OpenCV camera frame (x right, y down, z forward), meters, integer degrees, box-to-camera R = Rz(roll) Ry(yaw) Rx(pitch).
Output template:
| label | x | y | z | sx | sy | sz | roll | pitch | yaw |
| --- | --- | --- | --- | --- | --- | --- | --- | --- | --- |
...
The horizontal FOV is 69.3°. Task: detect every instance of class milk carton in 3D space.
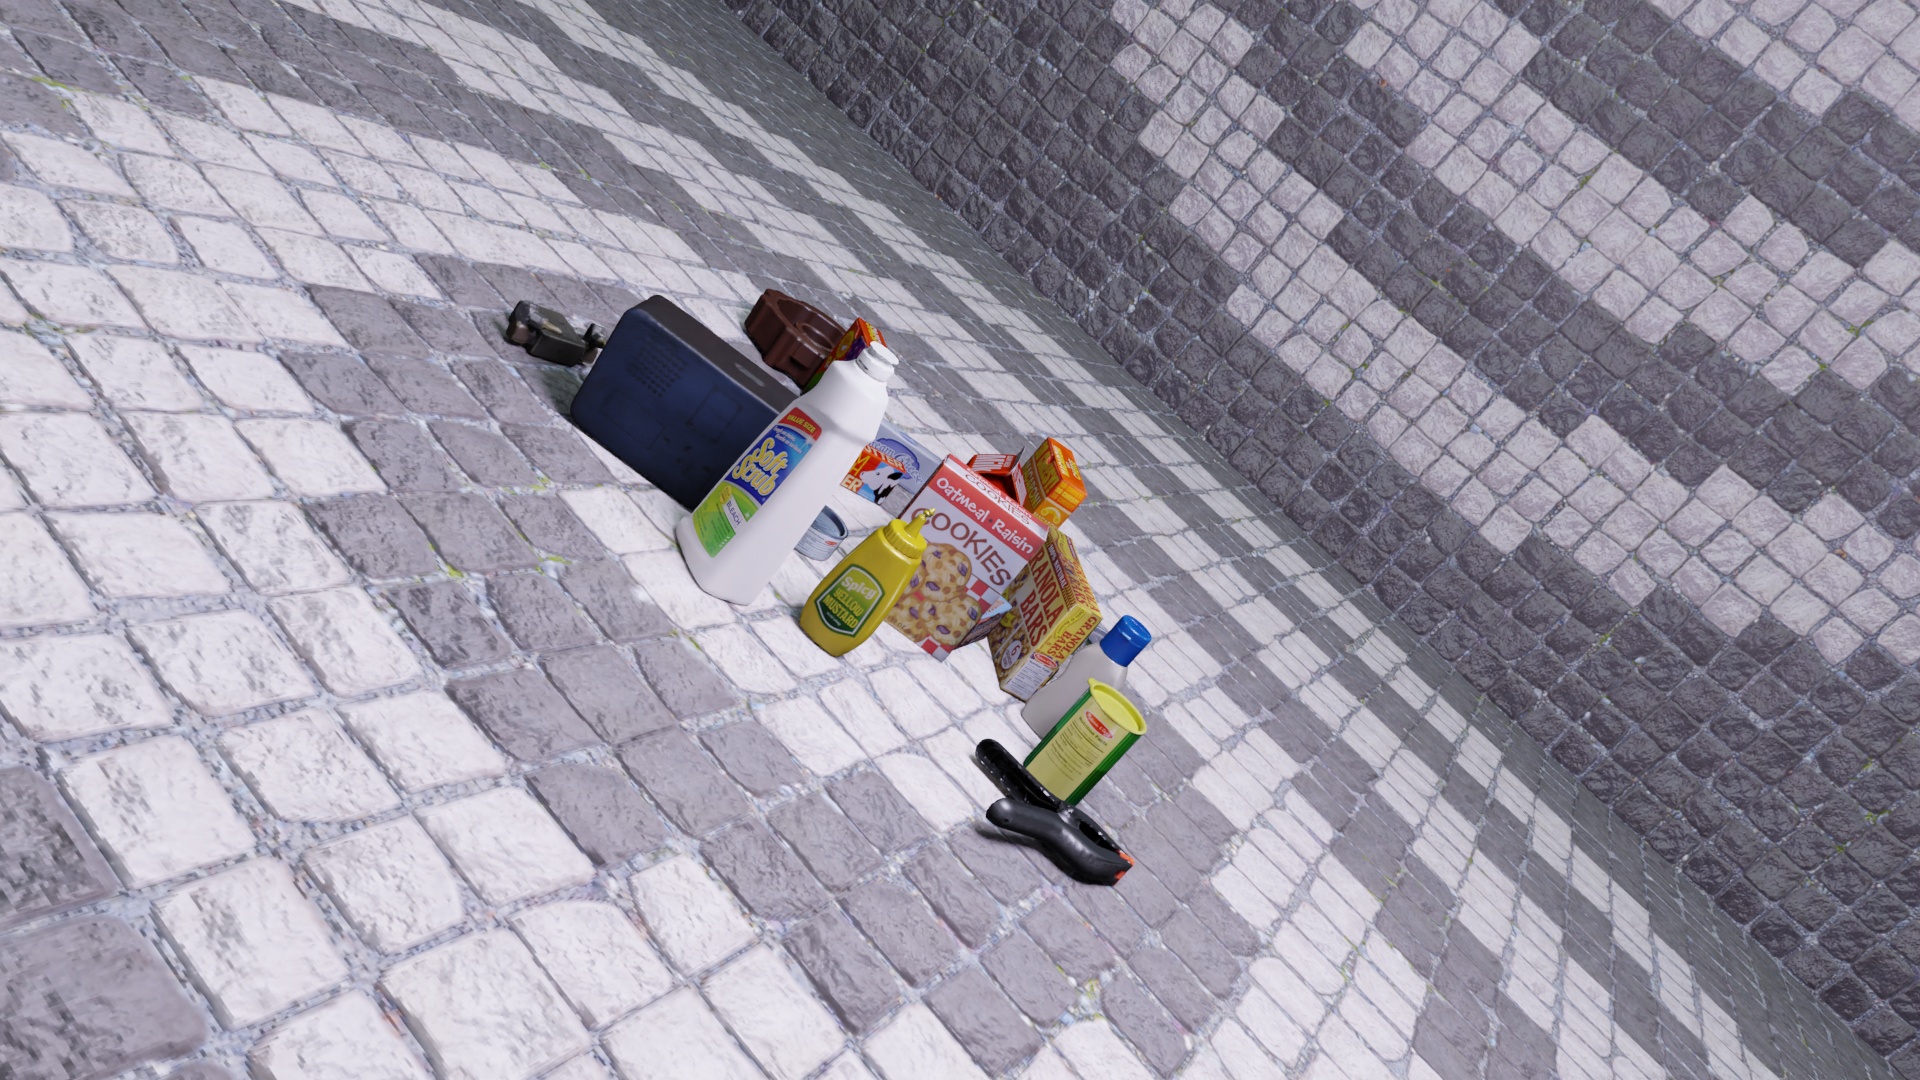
| label | x | y | z | sx | sy | sz | roll | pitch | yaw |
| --- | --- | --- | --- | --- | --- | --- | --- | --- | --- |
| milk carton | 0.005 | -0.018 | 1.419 | 0.073 | 0.190 | 0.072 | 38 | 19 | -5 |

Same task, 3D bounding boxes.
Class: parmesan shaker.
| label | x | y | z | sx | sy | sz | roll | pitch | yaw |
| --- | --- | --- | --- | --- | --- | --- | --- | --- | --- |
| parmesan shaker | 0.113 | 0.188 | 1.289 | 0.071 | 0.102 | 0.071 | 35 | 19 | -14 |

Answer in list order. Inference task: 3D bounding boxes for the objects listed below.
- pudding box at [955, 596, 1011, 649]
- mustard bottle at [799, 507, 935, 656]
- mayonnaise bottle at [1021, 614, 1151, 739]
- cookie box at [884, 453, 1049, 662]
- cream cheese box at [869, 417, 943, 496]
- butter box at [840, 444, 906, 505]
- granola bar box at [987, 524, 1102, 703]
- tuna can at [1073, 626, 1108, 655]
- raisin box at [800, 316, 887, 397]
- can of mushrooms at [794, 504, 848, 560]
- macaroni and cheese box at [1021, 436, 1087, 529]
| label | x | y | z | sx | sy | sz | roll | pitch | yaw |
| --- | --- | --- | --- | --- | --- | --- | --- | --- | --- |
| pudding box | 0.014 | 0.080 | 1.431 | 0.030 | 0.049 | 0.084 | 44 | 20 | 14 |
| mustard bottle | -0.075 | 0.029 | 1.214 | 0.065 | 0.159 | 0.049 | 41 | 19 | 3 |
| mayonnaise bottle | 0.127 | 0.137 | 1.361 | 0.065 | 0.147 | 0.041 | 45 | 19 | 16 |
| cookie box | -0.014 | 0.017 | 1.341 | 0.123 | 0.167 | 0.040 | 37 | 19 | -8 |
| cream cheese box | -0.078 | -0.103 | 1.666 | 0.104 | 0.053 | 0.024 | 35 | 19 | -12 |
| butter box | -0.117 | -0.084 | 1.552 | 0.103 | 0.053 | 0.024 | 28 | 22 | -29 |
| granola bar box | 0.082 | 0.074 | 1.454 | 0.039 | 0.124 | 0.166 | 32 | 20 | -22 |
| tuna can | 0.161 | 0.131 | 1.612 | 0.071 | 0.032 | 0.071 | 35 | 20 | -14 |
| raisin box | -0.137 | -0.194 | 1.653 | 0.040 | 0.123 | 0.086 | 29 | 21 | -28 |
| can of mushrooms | -0.147 | -0.014 | 1.371 | 0.071 | 0.033 | 0.071 | 35 | 20 | -14 |
| macaroni and cheese box | 0.070 | -0.026 | 1.594 | 0.040 | 0.166 | 0.124 | 33 | 20 | -19 |
